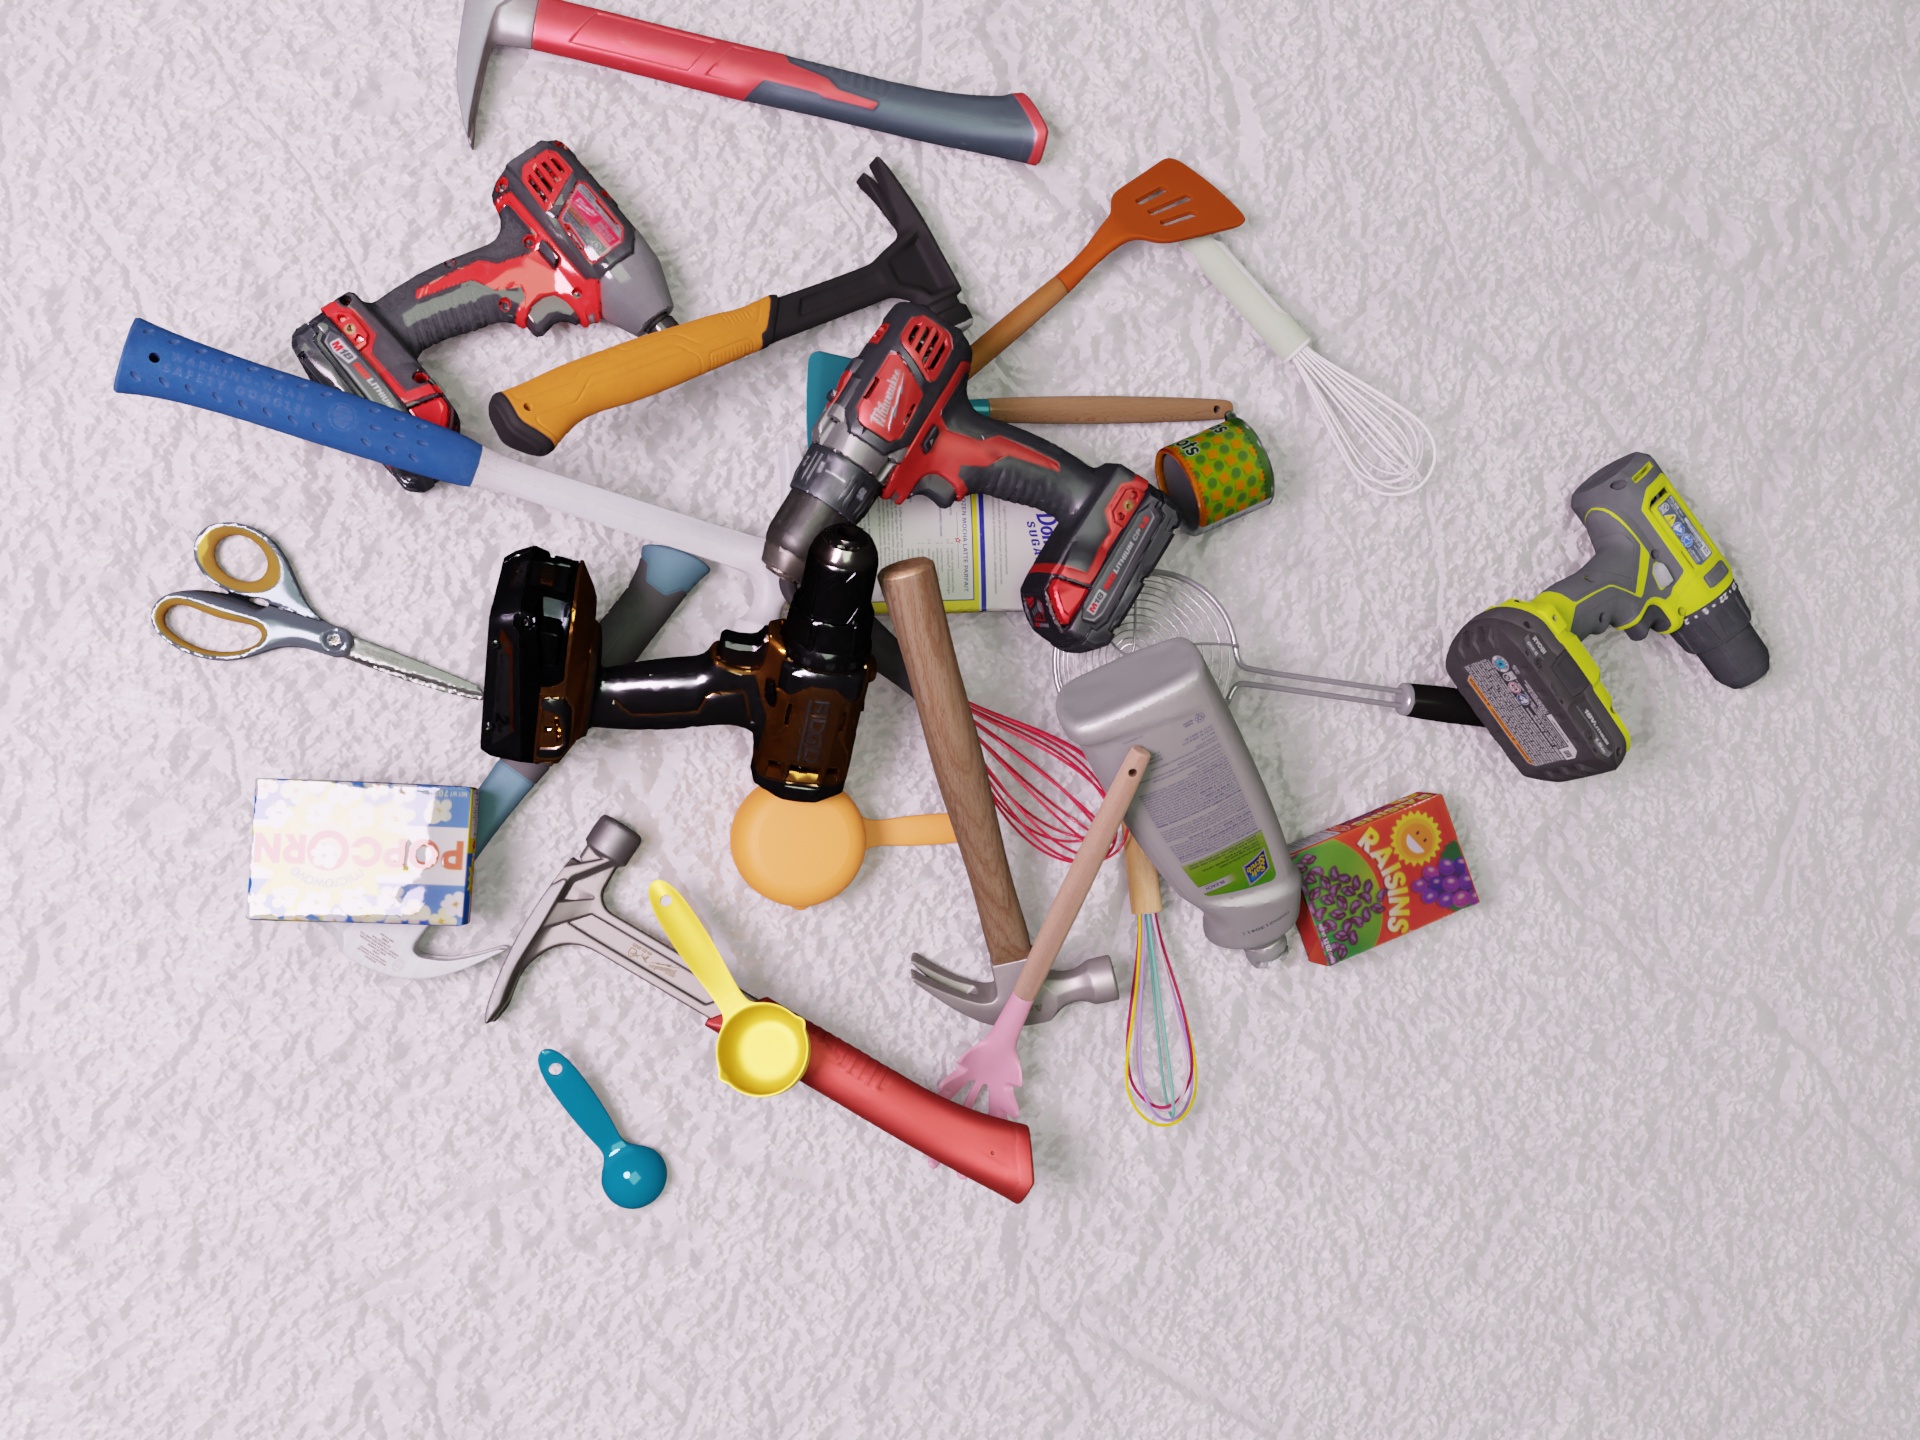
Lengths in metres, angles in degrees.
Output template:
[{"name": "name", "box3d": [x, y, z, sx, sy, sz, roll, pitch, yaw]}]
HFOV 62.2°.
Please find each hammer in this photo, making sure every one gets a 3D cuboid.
[{"name": "hammer", "box3d": [-0.132, -0.413, 1.058, 0.386, 0.038, 0.143, 10, 87, -11]}, {"name": "hammer", "box3d": [-0.276, 0.021, 1.015, 0.128, 0.033, 0.331, 37, 81, -7]}, {"name": "hammer", "box3d": [-0.116, 0.211, 1.011, 0.359, 0.036, 0.149, 30, 82, 1]}, {"name": "hammer", "box3d": [-0.145, -0.249, 0.994, 0.337, 0.034, 0.127, -31, 94, -32]}, {"name": "hammer", "box3d": [0.004, 0.055, 1.009, 0.130, 0.031, 0.331, -14, 113, 4]}, {"name": "hammer", "box3d": [-0.277, -0.154, 0.950, 0.405, 0.035, 0.144, 16, 87, -26]}]

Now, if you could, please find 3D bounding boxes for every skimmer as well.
[{"name": "skimmer", "box3d": [0.246, -0.025, 1.124, 0.363, 0.090, 0.127, 7, 90, -21]}]

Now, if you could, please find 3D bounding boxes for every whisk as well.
[{"name": "whisk", "box3d": [-0.002, -0.003, 1.041, 0.295, 0.073, 0.073, 40, 81, -14]}, {"name": "whisk", "box3d": [0.127, 0.153, 1.085, 0.047, 0.051, 0.245, -7, 84, 12]}, {"name": "whisk", "box3d": [0.244, -0.257, 1.125, 0.059, 0.058, 0.246, -42, 92, 20]}]

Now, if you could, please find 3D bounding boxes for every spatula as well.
[{"name": "spatula", "box3d": [0.053, -0.278, 1.091, 0.322, 0.041, 0.081, -41, 68, -4]}, {"name": "spatula", "box3d": [0.046, -0.206, 1.068, 0.317, 0.044, 0.082, -5, 104, -19]}]

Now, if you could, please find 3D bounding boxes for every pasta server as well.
[{"name": "pasta server", "box3d": [0.051, 0.157, 1.016, 0.060, 0.040, 0.316, 22, 110, -4]}]

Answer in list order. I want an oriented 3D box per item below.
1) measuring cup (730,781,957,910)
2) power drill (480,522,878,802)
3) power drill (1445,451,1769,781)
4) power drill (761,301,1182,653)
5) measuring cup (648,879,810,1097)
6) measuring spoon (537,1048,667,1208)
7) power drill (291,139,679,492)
[{"name": "measuring cup", "box3d": [-0.063, 0.076, 1.044, 0.173, 0.052, 0.095, -3, 89, -9]}, {"name": "power drill", "box3d": [-0.161, -0.045, 0.946, 0.226, 0.084, 0.185, 8, 126, -12]}, {"name": "power drill", "box3d": [0.470, -0.059, 1.130, 0.228, 0.080, 0.190, -39, 95, -25]}, {"name": "power drill", "box3d": [0.003, -0.127, 0.999, 0.226, 0.080, 0.188, 32, 86, -15]}, {"name": "measuring cup", "box3d": [-0.148, 0.165, 0.990, 0.062, 0.029, 0.157, -35, 73, -6]}, {"name": "measuring spoon", "box3d": [-0.229, 0.260, 1.005, 0.042, 0.021, 0.128, -33, 109, -9]}, {"name": "power drill", "box3d": [-0.291, -0.249, 1.003, 0.219, 0.078, 0.143, -42, 96, -13]}]
